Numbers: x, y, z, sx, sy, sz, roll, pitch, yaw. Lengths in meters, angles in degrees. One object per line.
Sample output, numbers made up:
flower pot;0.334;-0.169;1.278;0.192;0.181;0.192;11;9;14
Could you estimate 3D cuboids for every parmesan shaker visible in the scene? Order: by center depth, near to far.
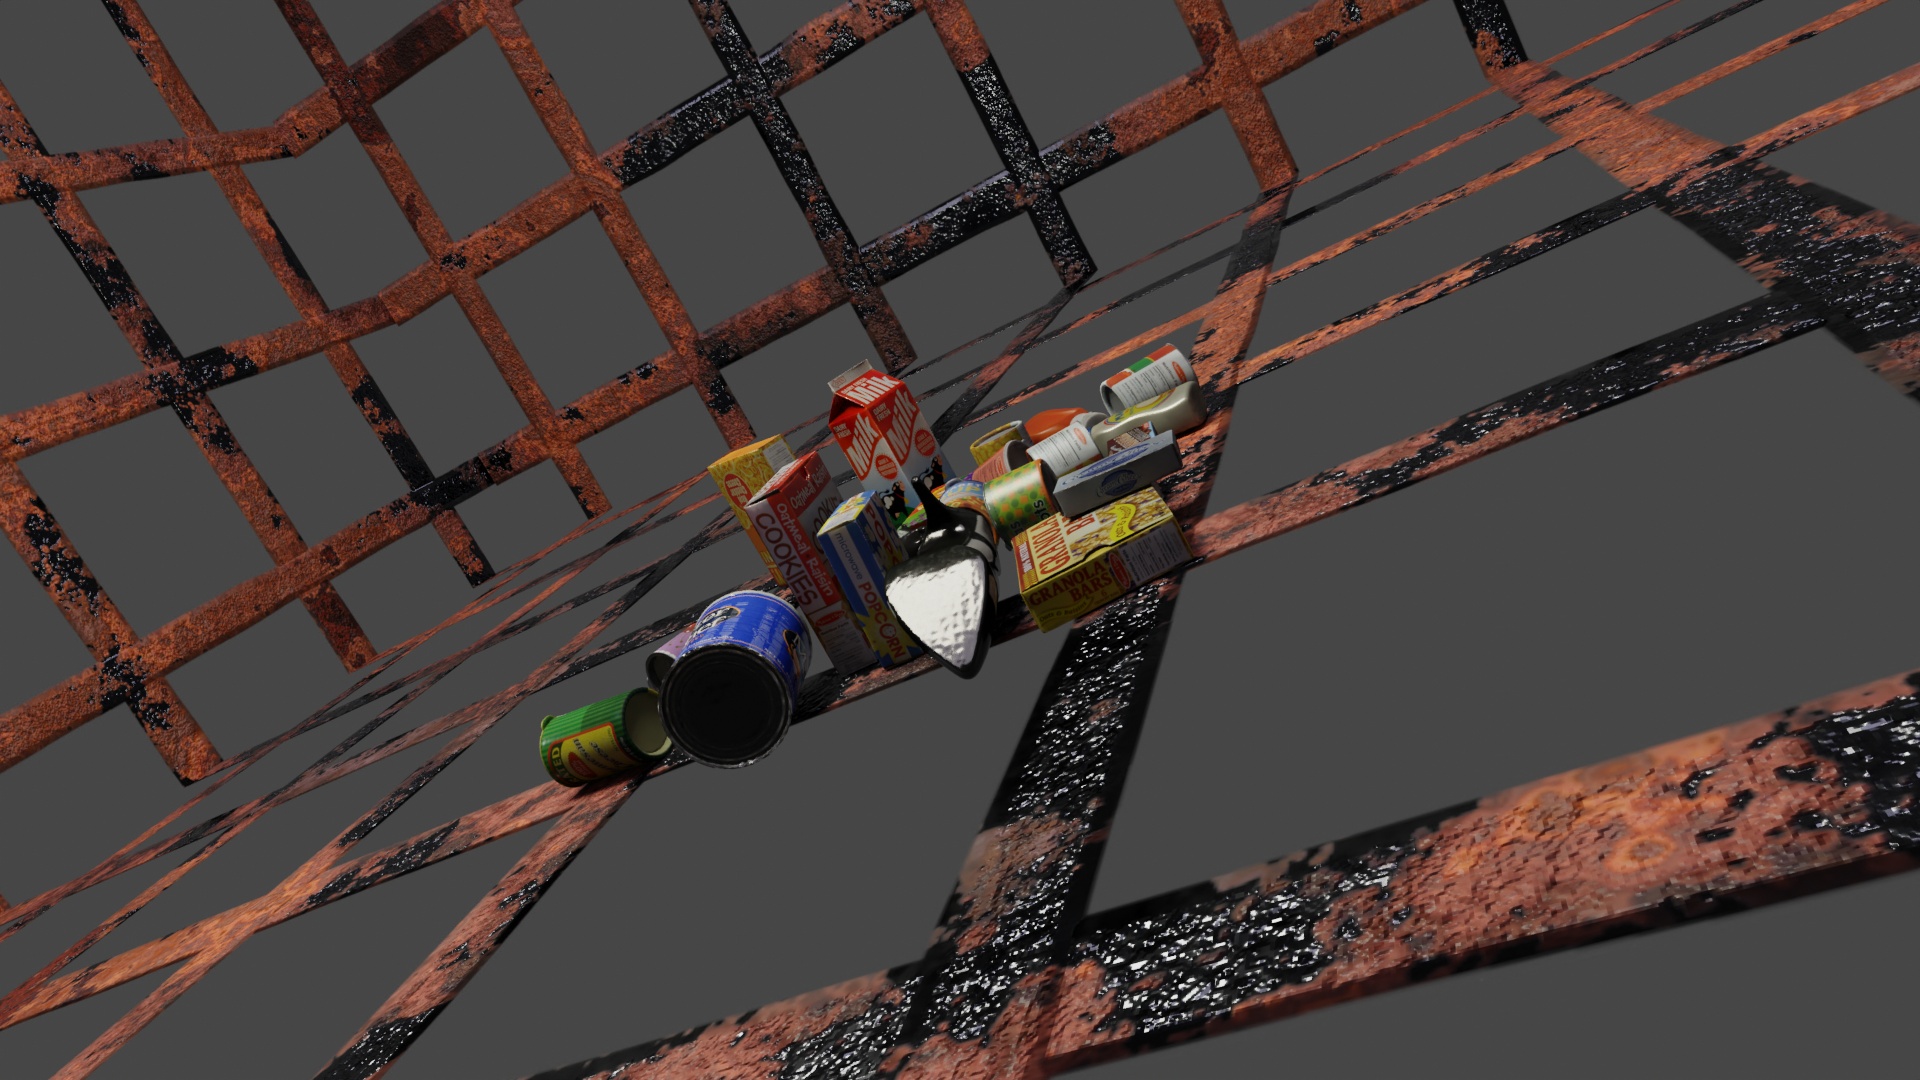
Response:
parmesan shaker;-0.312;0.171;1.223;0.103;0.071;0.071;-21;14;29

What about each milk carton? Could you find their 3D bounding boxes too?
milk carton;-0.081;-0.108;1.567;0.073;0.190;0.073;-17;17;45

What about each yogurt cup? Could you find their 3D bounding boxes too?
yogurt cup;0.049;-0.059;1.394;0.053;0.072;0.073;-30;9;32

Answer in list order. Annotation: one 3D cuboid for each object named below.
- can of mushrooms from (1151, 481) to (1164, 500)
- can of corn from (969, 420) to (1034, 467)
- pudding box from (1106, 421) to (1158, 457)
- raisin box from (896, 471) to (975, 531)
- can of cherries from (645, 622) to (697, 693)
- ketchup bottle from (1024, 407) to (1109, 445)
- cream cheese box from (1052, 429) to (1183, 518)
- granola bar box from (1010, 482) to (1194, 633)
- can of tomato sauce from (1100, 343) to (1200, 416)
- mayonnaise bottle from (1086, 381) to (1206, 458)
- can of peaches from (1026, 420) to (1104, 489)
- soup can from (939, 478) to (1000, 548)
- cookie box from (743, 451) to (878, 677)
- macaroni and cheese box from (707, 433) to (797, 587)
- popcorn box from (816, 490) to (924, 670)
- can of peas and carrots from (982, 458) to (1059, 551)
can of mushrooms;0.136;-0.037;1.185;0.071;0.033;0.071;-27;13;7
can of corn;0.049;-0.090;1.522;0.071;0.058;0.071;-27;12;6
pudding box;0.166;-0.082;1.306;0.049;0.030;0.084;-25;13;11
raisin box;-0.005;-0.030;1.446;0.086;0.040;0.124;-23;15;27
can of cherries;-0.257;0.120;1.321;0.071;0.071;0.059;-17;17;44
ketchup bottle;0.120;-0.121;1.528;0.065;0.043;0.149;-33;13;-15
cream cheese box;0.126;-0.053;1.107;0.103;0.024;0.053;-23;11;13
granola bar box;0.104;0.005;1.071;0.124;0.039;0.166;-27;12;6
can of tomato sauce;0.198;-0.157;1.454;0.083;0.071;0.071;-31;12;-9
mayonnaise bottle;0.170;-0.111;1.384;0.148;0.041;0.065;-22;16;25
can of peaches;0.103;-0.070;1.318;0.058;0.071;0.071;-29;12;-2
soup can;0.005;-0.016;1.293;0.071;0.071;0.084;-26;13;12
cookie box;-0.113;0.017;1.193;0.040;0.167;0.123;-24;13;15
macaroni and cheese box;-0.205;-0.030;1.579;0.040;0.166;0.123;-37;15;-35
popcorn box;-0.066;0.030;1.134;0.038;0.126;0.085;-22;13;13
can of peas and carrots;0.061;-0.032;1.254;0.058;0.071;0.071;-24;13;16
